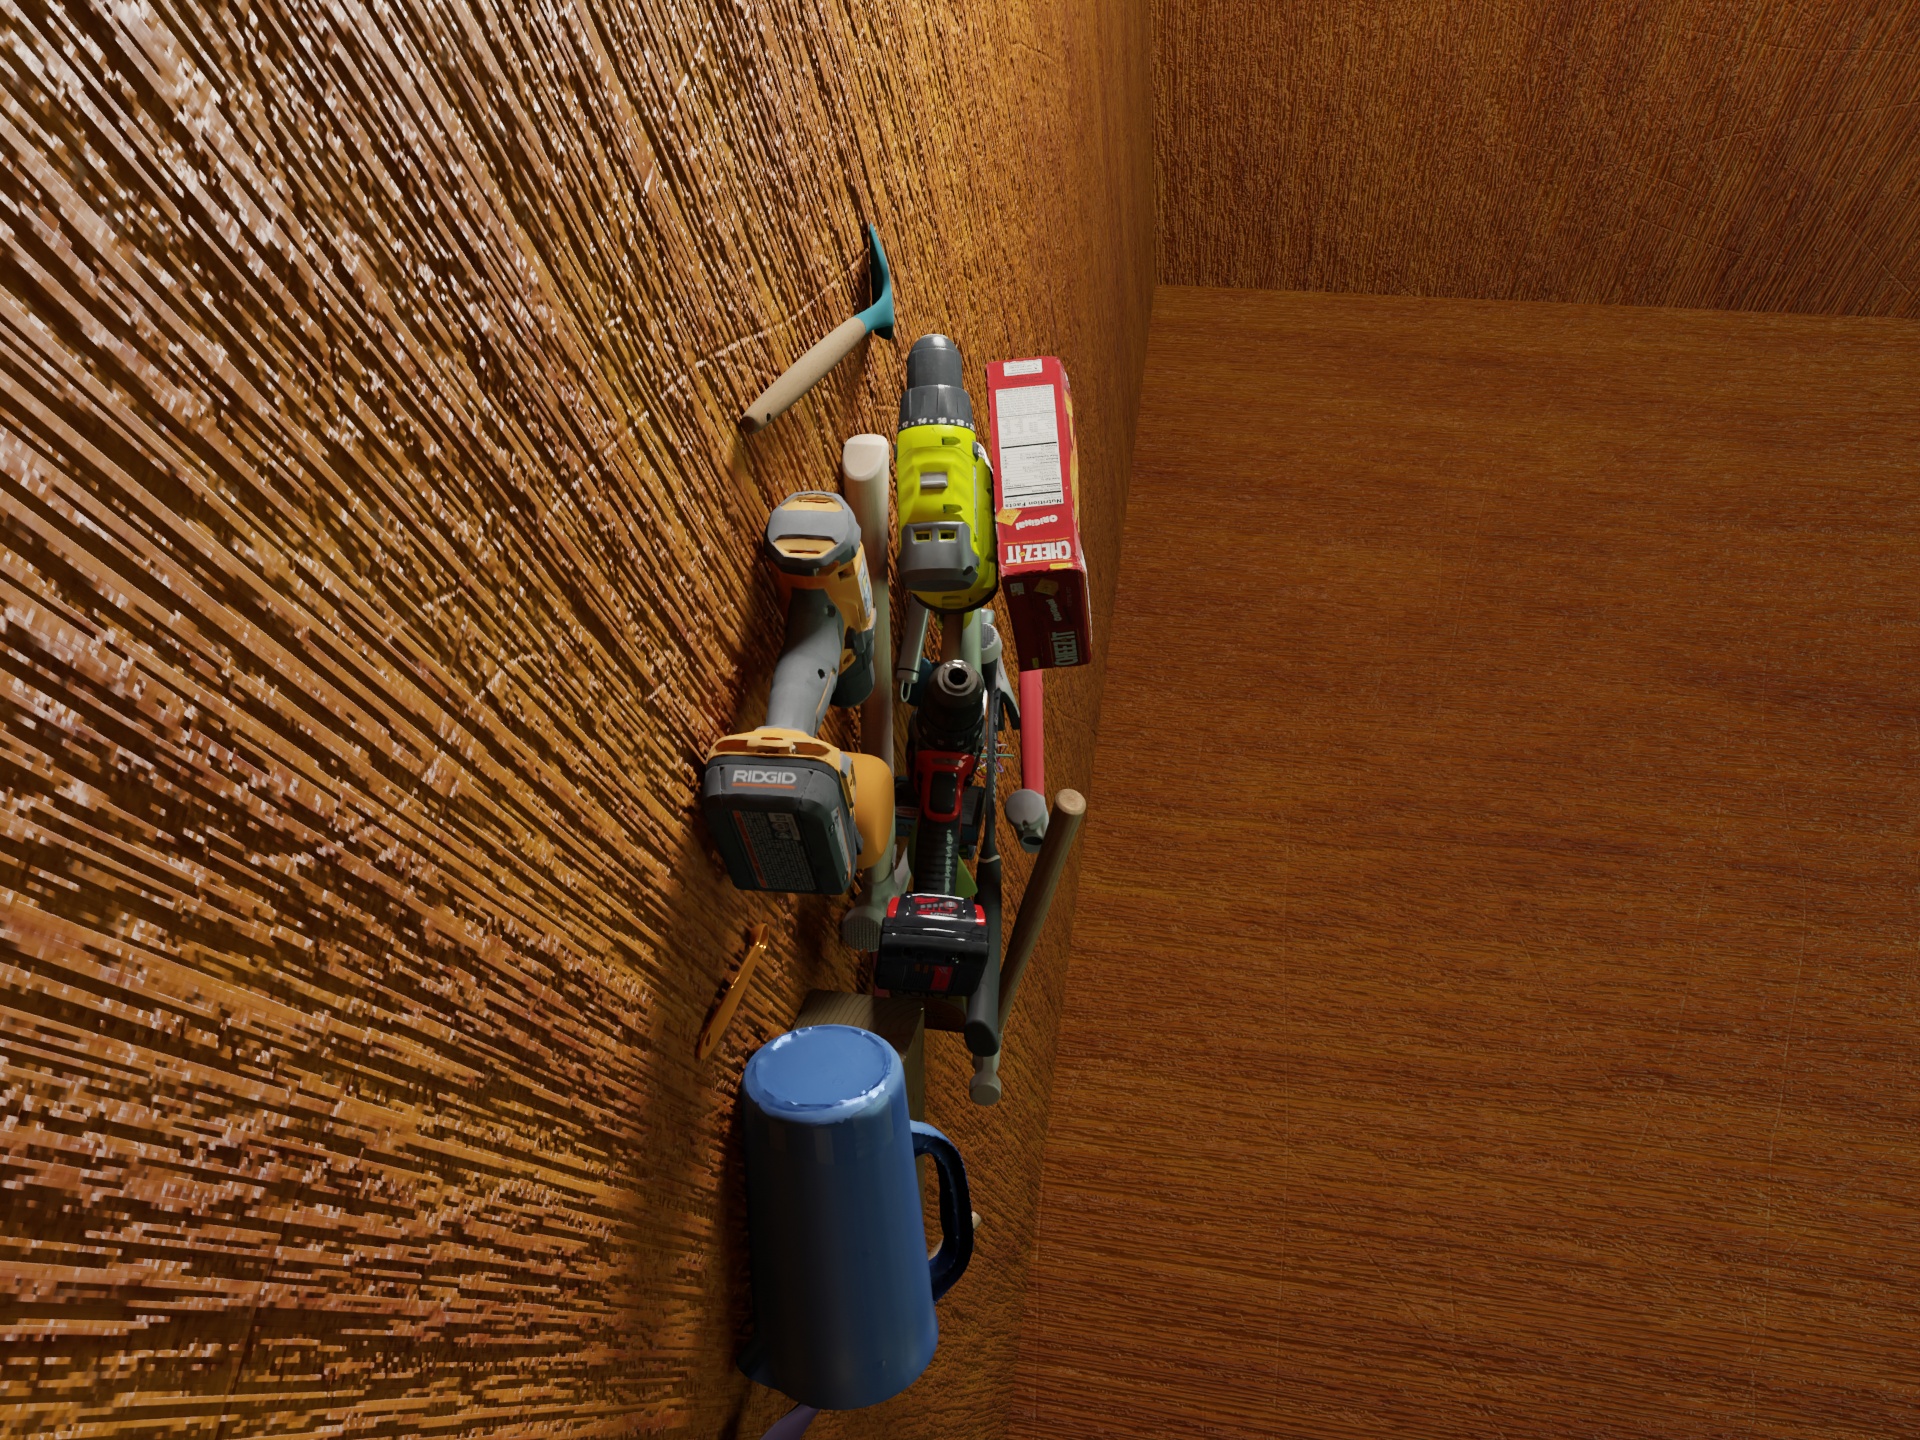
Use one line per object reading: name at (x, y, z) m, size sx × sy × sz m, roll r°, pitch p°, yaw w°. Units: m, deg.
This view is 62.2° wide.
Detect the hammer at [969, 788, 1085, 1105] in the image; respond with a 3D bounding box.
hammer at (0.059, 0.199, 1.475) m, size 0.130 × 0.031 × 0.331 m, roll -87°, pitch -170°, yaw -56°

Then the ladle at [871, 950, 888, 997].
ladle at (-0.086, 0.314, 1.361) m, size 0.069 × 0.031 × 0.315 m, roll 59°, pitch 39°, yaw -71°

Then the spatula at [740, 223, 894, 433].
spatula at (-0.089, -0.251, 1.055) m, size 0.318 × 0.044 × 0.082 m, roll -61°, pitch 155°, yaw -55°

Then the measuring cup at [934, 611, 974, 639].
measuring cup at (0.000, -0.064, 1.435) m, size 0.062 × 0.029 × 0.157 m, roll 122°, pitch -34°, yaw -63°

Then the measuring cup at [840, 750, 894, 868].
measuring cup at (-0.087, 0.078, 1.142) m, size 0.174 × 0.052 × 0.095 m, roll -59°, pitch 153°, yaw -72°

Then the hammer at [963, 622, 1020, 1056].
hammer at (0.027, 0.115, 1.490) m, size 0.149 × 0.036 × 0.409 m, roll 67°, pitch 21°, yaw -55°

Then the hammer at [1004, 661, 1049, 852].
hammer at (0.072, -0.061, 1.594) m, size 0.143 × 0.038 × 0.387 m, roll 60°, pitch 28°, yaw -68°

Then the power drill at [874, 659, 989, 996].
power drill at (-0.014, 0.079, 1.199) m, size 0.187 × 0.080 × 0.227 m, roll 102°, pitch -7°, yaw -66°

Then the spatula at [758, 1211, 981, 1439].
spatula at (-0.081, 0.467, 1.154) m, size 0.316 × 0.018 × 0.059 m, roll -39°, pitch 139°, yaw -41°

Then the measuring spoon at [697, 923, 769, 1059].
measuring spoon at (-0.145, 0.169, 1.000) m, size 0.117 × 0.011 × 0.021 m, roll -66°, pitch 160°, yaw -52°

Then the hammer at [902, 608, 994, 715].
hammer at (-0.009, -0.046, 1.580) m, size 0.331 × 0.033 × 0.128 m, roll -23°, pitch 117°, yaw -79°

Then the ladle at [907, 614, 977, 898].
ladle at (-0.002, -0.004, 1.366) m, size 0.078 × 0.062 × 0.320 m, roll 94°, pitch 2°, yaw -75°

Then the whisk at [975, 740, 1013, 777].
whisk at (0.014, 0.040, 1.736) m, size 0.245 × 0.051 × 0.047 m, roll 11°, pitch 90°, yaw -77°

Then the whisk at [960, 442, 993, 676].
whisk at (0.008, -0.145, 1.503) m, size 0.059 × 0.058 × 0.246 m, roll 5°, pitch 82°, yaw -41°

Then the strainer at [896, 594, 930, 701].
strainer at (-0.026, -0.142, 1.420) m, size 0.086 × 0.050 × 0.258 m, roll 29°, pitch 69°, yaw -65°

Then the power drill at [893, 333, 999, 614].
power drill at (-0.013, -0.185, 1.272) m, size 0.228 × 0.080 × 0.190 m, roll 63°, pitch 26°, yaw -82°

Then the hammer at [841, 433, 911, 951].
hammer at (-0.066, -0.026, 1.261) m, size 0.146 × 0.038 × 0.410 m, roll -69°, pitch 161°, yaw -62°

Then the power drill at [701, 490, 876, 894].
power drill at (-0.094, -0.003, 1.002) m, size 0.185 × 0.084 × 0.226 m, roll 83°, pitch 12°, yaw -57°
